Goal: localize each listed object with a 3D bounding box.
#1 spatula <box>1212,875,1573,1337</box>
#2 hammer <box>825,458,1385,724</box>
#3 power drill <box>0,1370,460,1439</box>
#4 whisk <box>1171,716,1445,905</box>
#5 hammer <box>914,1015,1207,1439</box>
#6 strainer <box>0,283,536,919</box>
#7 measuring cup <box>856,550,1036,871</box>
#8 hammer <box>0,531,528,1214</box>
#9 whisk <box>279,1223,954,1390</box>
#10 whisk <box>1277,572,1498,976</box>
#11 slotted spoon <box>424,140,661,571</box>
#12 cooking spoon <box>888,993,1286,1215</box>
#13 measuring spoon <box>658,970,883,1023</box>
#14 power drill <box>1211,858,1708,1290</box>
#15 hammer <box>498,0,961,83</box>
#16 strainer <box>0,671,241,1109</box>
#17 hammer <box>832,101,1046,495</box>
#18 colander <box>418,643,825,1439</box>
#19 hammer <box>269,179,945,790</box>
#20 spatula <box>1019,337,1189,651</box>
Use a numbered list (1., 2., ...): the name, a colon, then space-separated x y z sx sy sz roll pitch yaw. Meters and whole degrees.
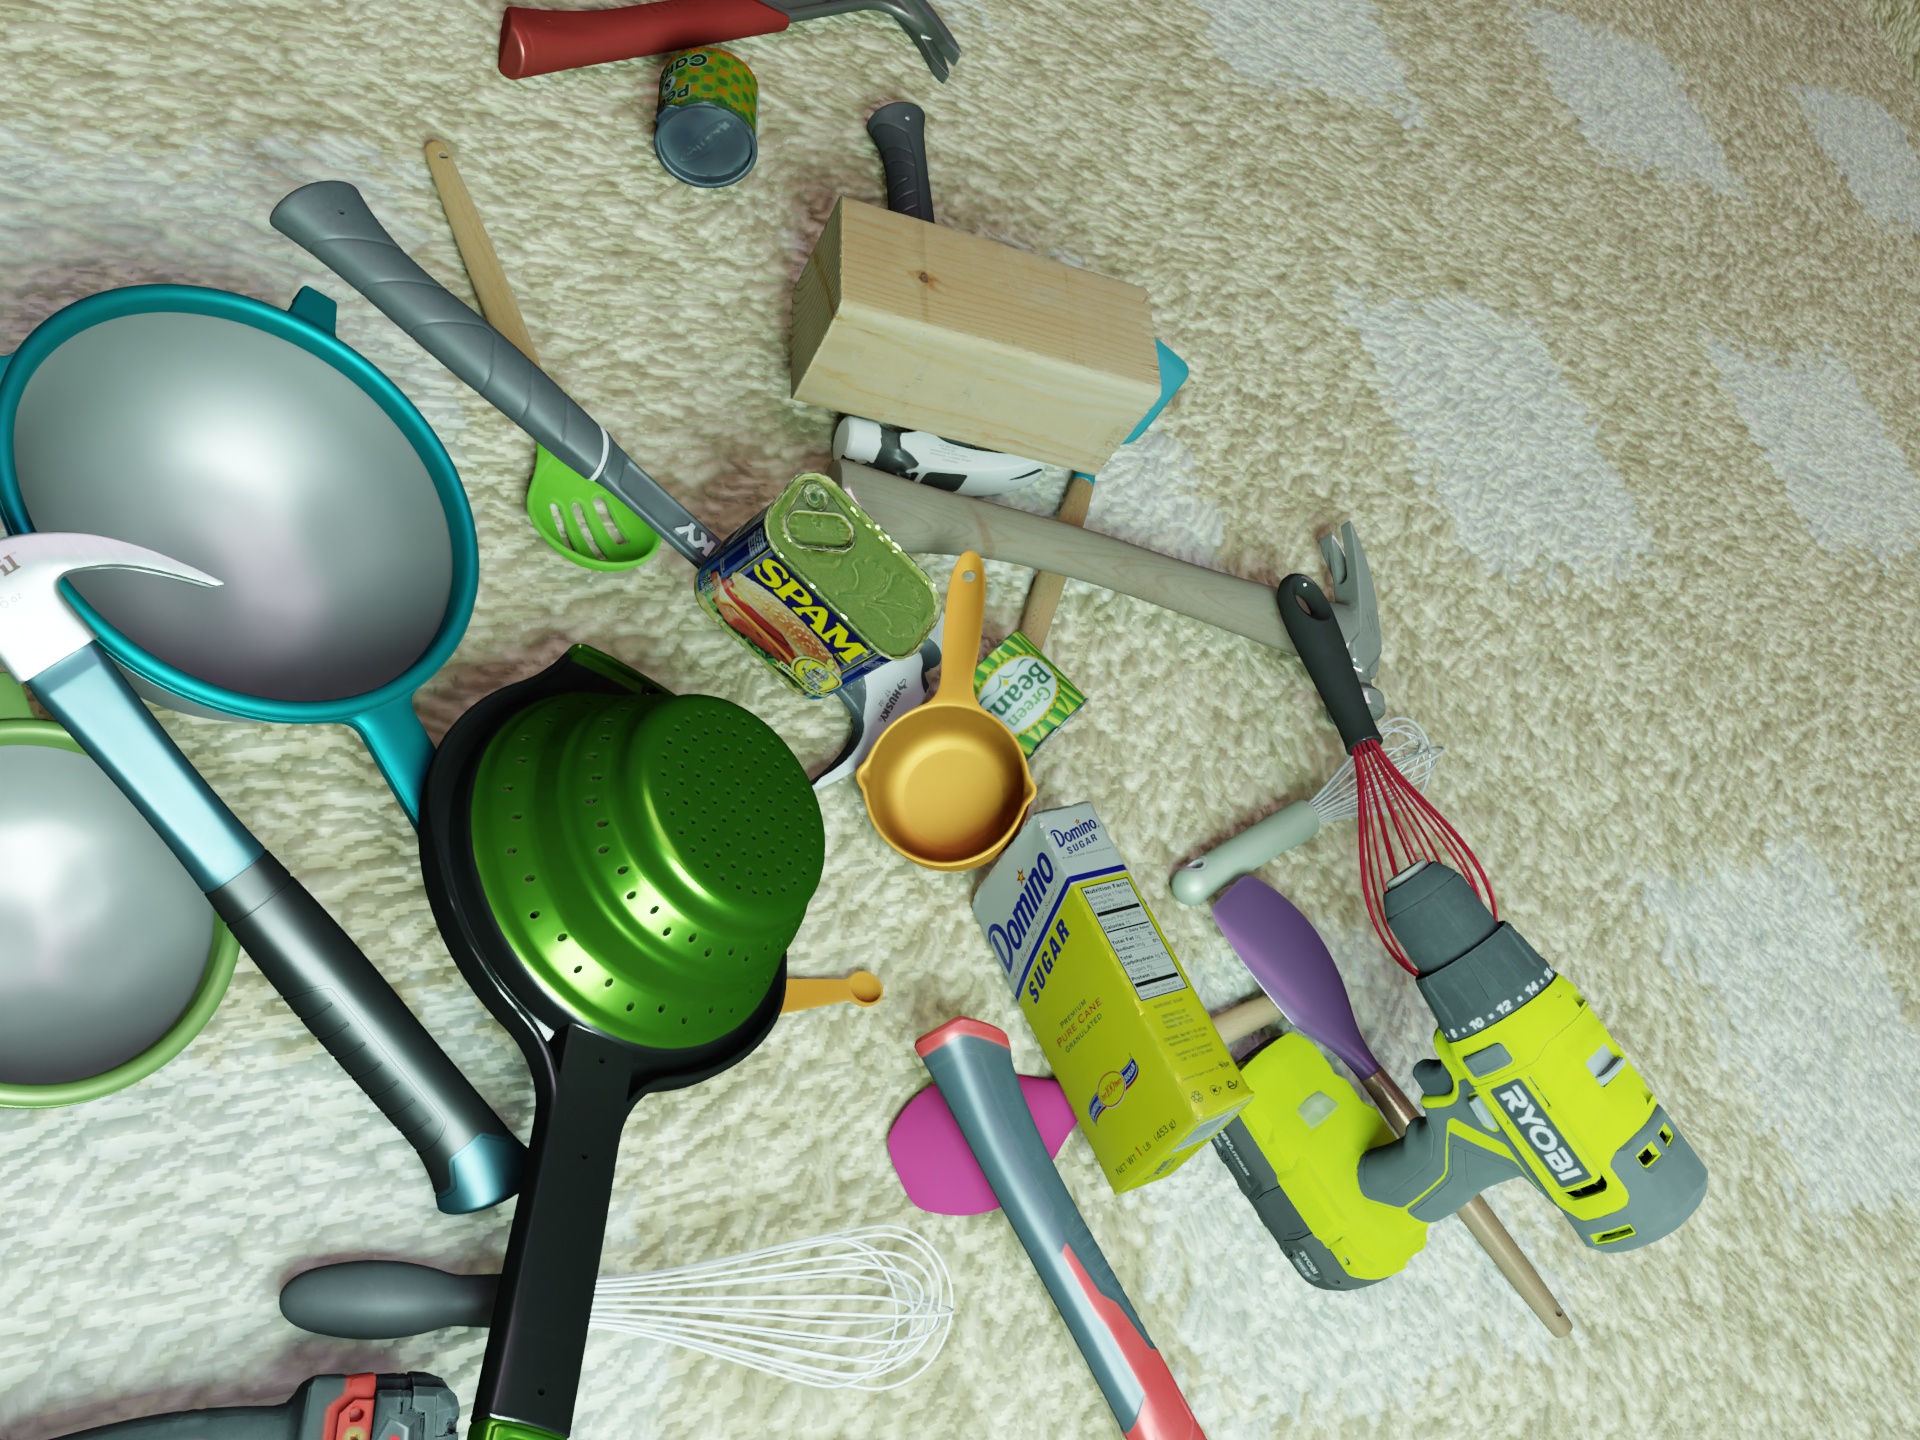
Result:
1. spatula: 0.252 0.222 0.914 0.060 0.018 0.316 -35 87 -37
2. hammer: 0.103 -0.103 0.999 0.410 0.038 0.146 13 63 -28
3. power drill: -0.295 0.306 0.529 0.226 0.080 0.188 10 58 -22
4. whisk: 0.220 0.059 0.995 0.246 0.058 0.059 -25 103 -33
5. hammer: 0.073 0.321 0.742 0.143 0.038 0.386 -24 79 -36
6. strainer: -0.302 -0.026 0.720 0.211 0.095 0.340 -34 96 -53
7. measuring cup: -0.001 -0.003 0.863 0.095 0.052 0.174 5 76 6
8. hammer: -0.278 0.071 0.627 0.128 0.033 0.330 -41 110 -23
9. whisk: -0.135 0.245 0.672 0.284 0.070 0.070 9 58 -20
10. whisk: 0.252 0.032 0.963 0.073 0.073 0.296 1 58 -30
11. slotted spoon: -0.248 -0.208 0.898 0.070 0.031 0.314 -12 67 -35
12. cooking spoon: 0.097 0.187 0.861 0.319 0.017 0.069 -15 70 -35
13. measuring spoon: -0.093 0.139 0.788 0.117 0.011 0.021 -1 52 -27
14. power drill: 0.227 0.186 0.799 0.080 0.228 0.191 -26 77 -38
15. hammer: -0.161 -0.484 1.109 0.359 0.036 0.149 -32 81 -40
16. strainer: -0.384 0.115 0.585 0.151 0.069 0.256 47 43 -23
17. hammer: -0.022 -0.293 1.074 0.146 0.035 0.335 8 58 -25
18. colander: -0.130 0.117 0.663 0.204 0.094 0.398 35 40 -33
19. hammer: -0.178 -0.122 0.827 0.408 0.036 0.149 41 52 -19
20. spatula: 0.078 -0.142 1.034 0.082 0.044 0.318 31 52 -16
